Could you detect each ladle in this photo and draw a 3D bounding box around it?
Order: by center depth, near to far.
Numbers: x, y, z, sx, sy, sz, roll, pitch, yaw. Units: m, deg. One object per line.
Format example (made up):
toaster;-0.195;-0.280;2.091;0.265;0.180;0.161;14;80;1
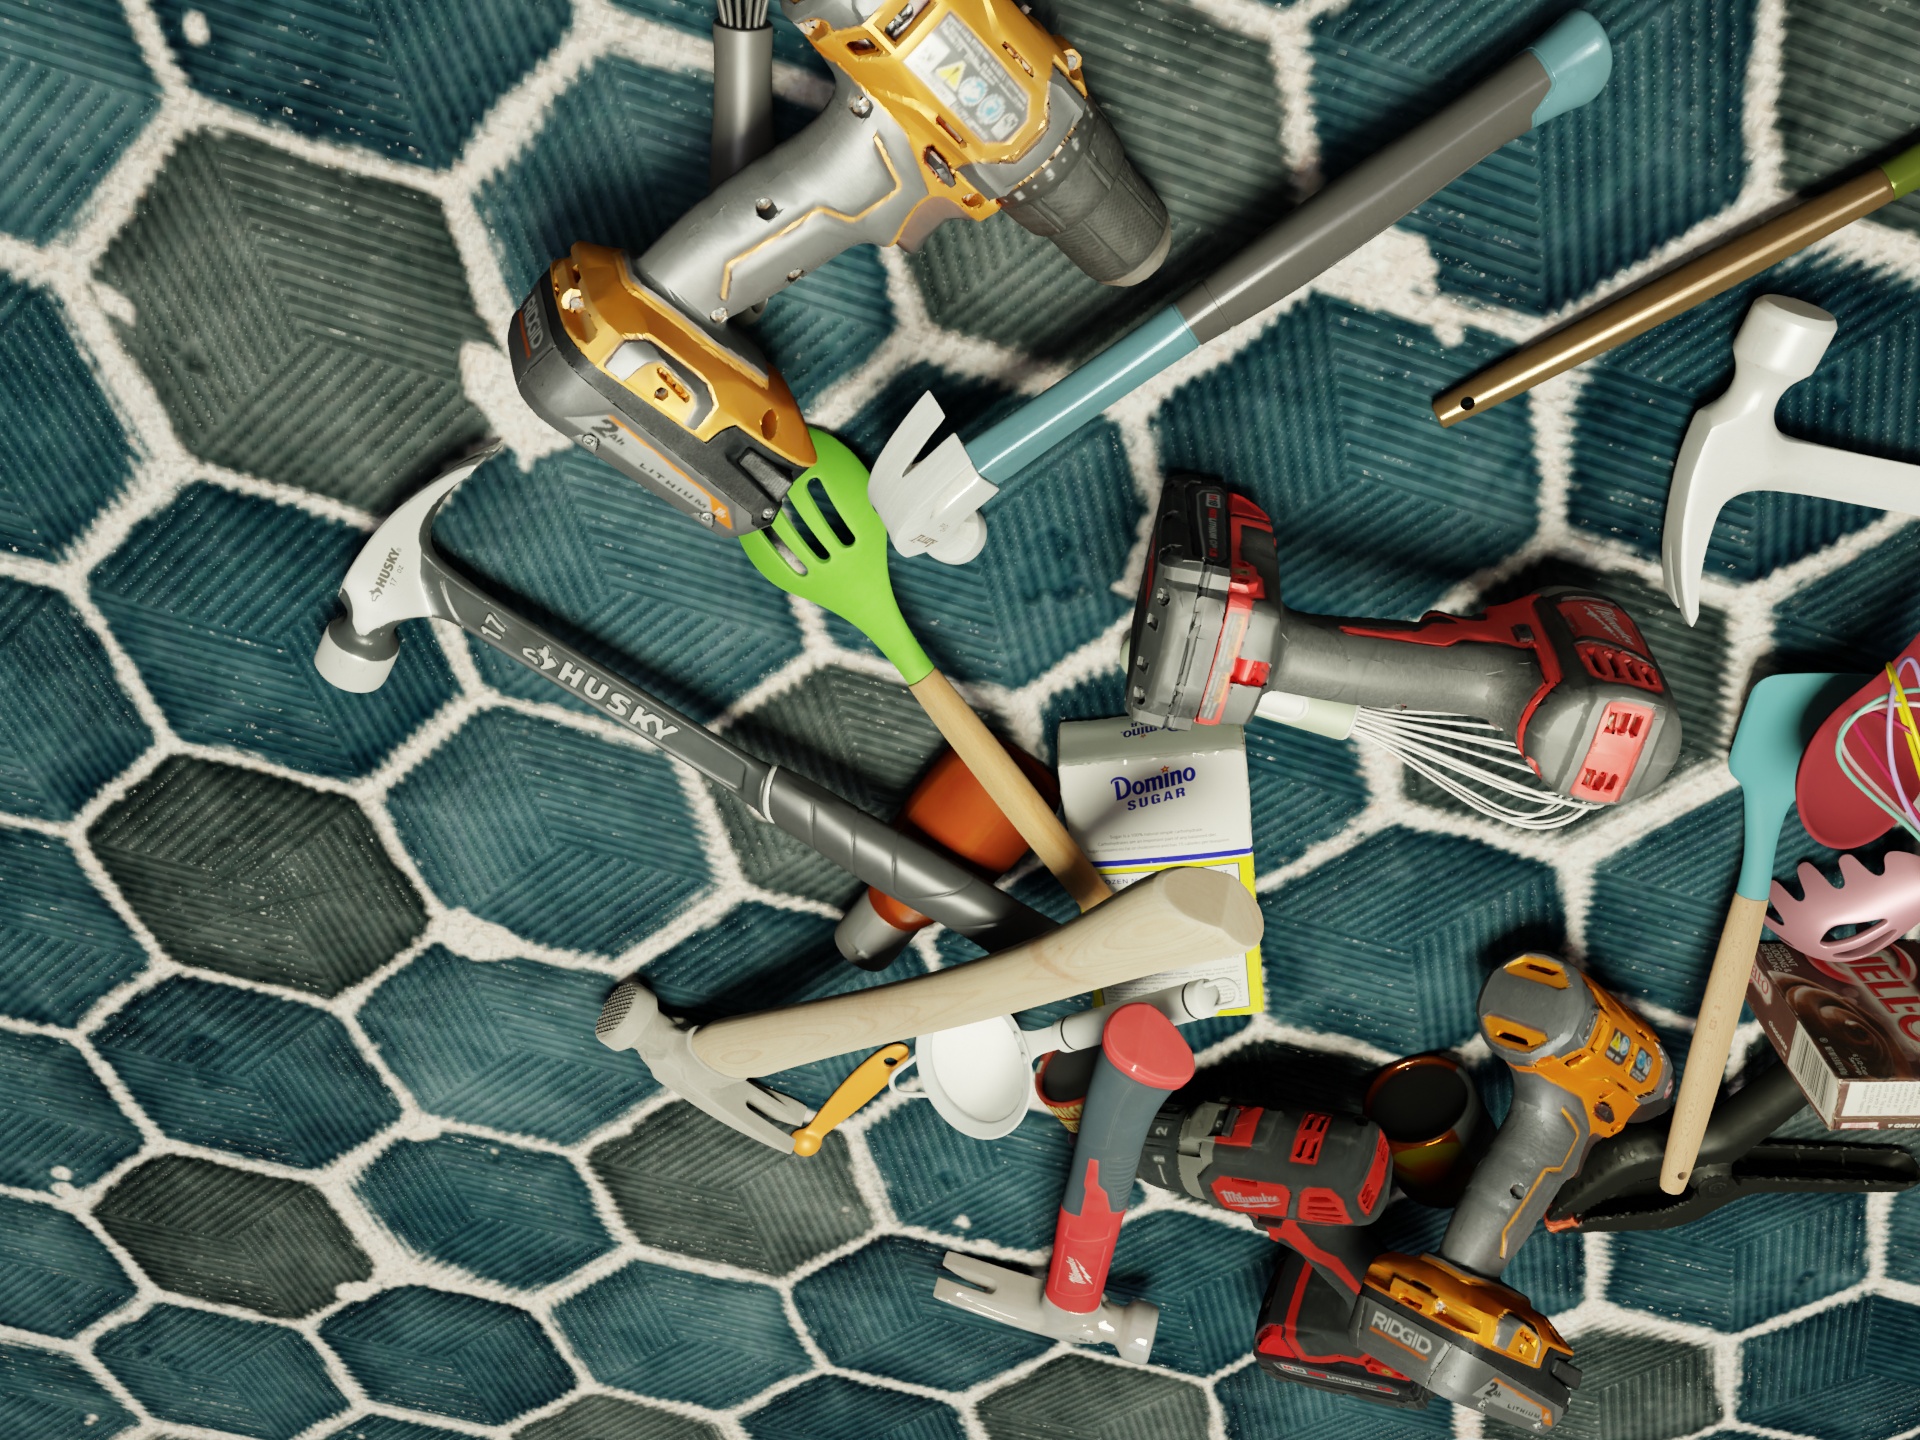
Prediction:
ladle;0.336;-0.195;0.620;0.320;0.062;0.078;-27;101;23
ladle;0.436;-0.079;0.668;0.069;0.031;0.315;4;123;-14

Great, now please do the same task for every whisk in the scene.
whisk;-0.083;-0.261;0.601;0.055;0.055;0.238;5;128;-1
whisk;0.441;0.054;0.718;0.051;0.047;0.244;-40;130;7
whisk;0.195;0.001;0.767;0.246;0.059;0.057;16;112;-3

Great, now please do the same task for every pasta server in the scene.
pasta server;0.540;0.035;0.764;0.060;0.040;0.316;38;122;-21

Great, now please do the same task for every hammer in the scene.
hammer;0.102;-0.166;0.635;0.331;0.128;0.033;-33;80;14
hammer;0.511;-0.078;0.702;0.405;0.035;0.144;10;124;-4
hammer;-0.104;0.021;0.769;0.409;0.036;0.149;31;120;-8
hammer;-0.017;0.149;0.803;0.410;0.038;0.146;-23;126;41
hammer;0.060;0.263;0.885;0.143;0.038;0.386;14;141;9

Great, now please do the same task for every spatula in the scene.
spatula;0.404;0.117;0.817;0.082;0.044;0.317;2;112;-3

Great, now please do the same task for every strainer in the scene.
strainer;0.055;0.170;0.853;0.258;0.050;0.087;-27;77;46

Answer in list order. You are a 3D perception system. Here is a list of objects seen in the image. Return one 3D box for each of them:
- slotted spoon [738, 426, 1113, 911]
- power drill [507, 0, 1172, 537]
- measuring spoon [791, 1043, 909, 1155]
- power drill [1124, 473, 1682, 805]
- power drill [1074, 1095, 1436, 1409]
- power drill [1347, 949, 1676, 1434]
slotted spoon;-0.001;-0.002;0.747;0.070;0.031;0.313;-32;107;18
power drill;-0.040;-0.176;0.616;0.226;0.084;0.185;-42;132;18
measuring spoon;-0.067;0.230;0.958;0.021;0.011;0.117;32;120;-18
power drill;0.188;-0.037;0.692;0.219;0.143;0.078;12;120;3
power drill;0.182;0.302;0.939;0.188;0.080;0.226;-3;131;37
power drill;0.311;0.254;0.854;0.164;0.084;0.226;32;79;-36
